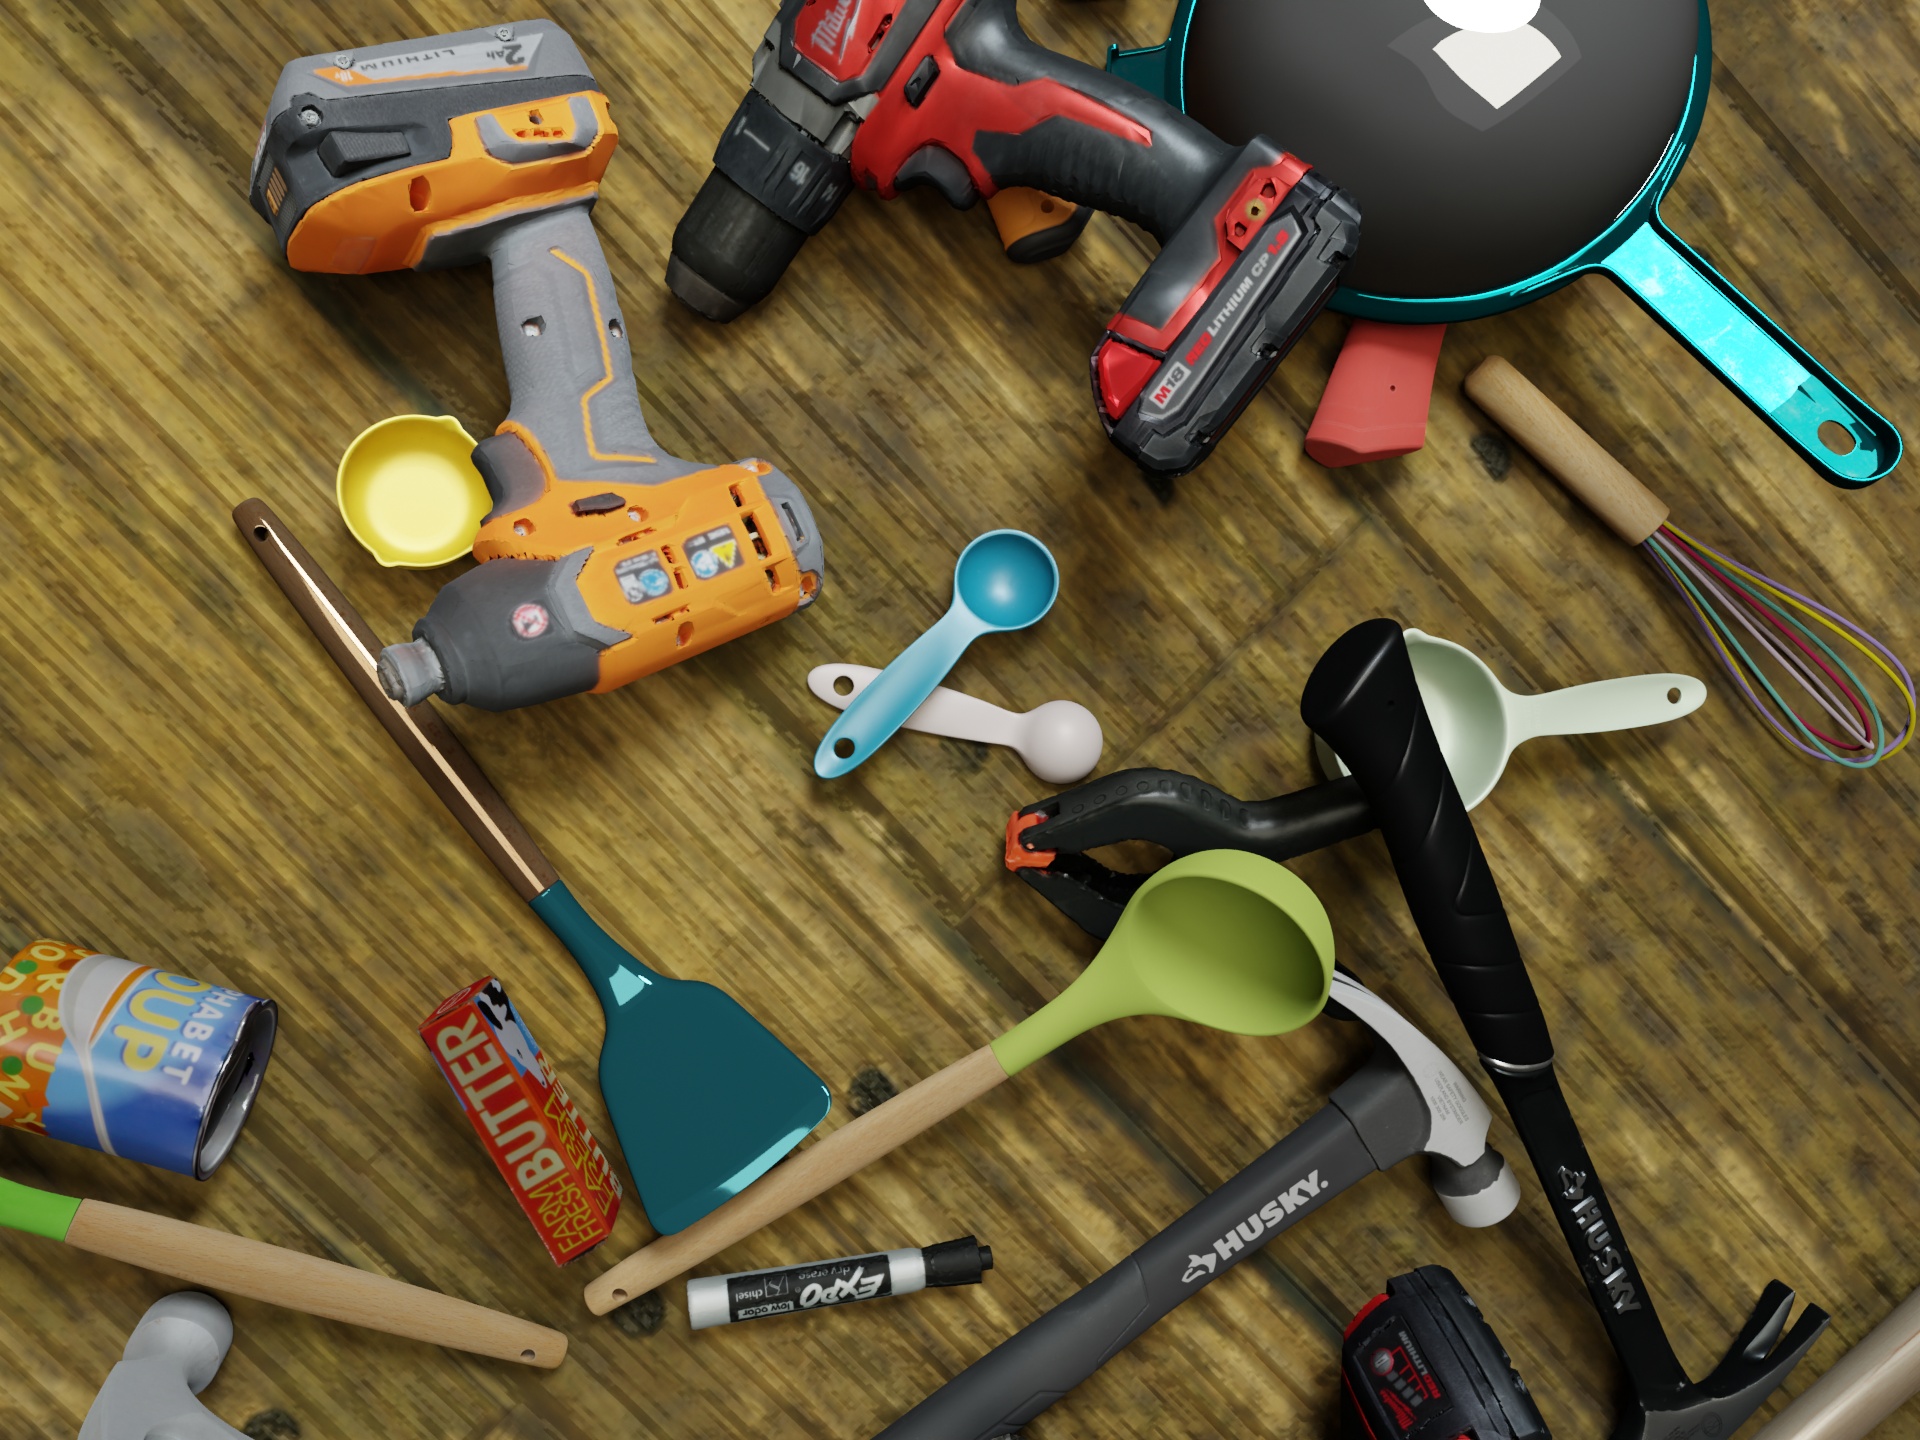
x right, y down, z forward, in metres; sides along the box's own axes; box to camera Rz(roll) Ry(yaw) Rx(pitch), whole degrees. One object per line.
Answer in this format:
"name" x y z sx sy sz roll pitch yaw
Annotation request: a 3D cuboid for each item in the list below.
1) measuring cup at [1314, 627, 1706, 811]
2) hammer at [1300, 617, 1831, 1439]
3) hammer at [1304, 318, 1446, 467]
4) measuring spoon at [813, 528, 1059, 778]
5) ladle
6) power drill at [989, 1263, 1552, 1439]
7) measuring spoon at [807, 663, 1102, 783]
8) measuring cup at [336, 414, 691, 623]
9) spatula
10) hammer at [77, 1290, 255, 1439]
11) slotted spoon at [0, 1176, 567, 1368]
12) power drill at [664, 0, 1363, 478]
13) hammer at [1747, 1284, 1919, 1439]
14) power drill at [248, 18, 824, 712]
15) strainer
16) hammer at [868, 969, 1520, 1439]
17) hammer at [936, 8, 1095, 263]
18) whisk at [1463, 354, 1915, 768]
"measuring cup" 0.227 -0.001 0.665 0.167 0.038 0.083 -7 91 -10
"hammer" 0.227 0.143 0.616 0.149 0.036 0.408 -31 109 -11
"hammer" 0.220 -0.275 0.665 0.149 0.037 0.359 25 86 -7
"measuring spoon" -0.011 -0.023 0.635 0.042 0.021 0.128 43 83 8
"ladle" -0.006 0.147 0.596 0.320 0.062 0.078 -31 106 4
"power drill" 0.102 0.293 0.601 0.219 0.079 0.143 -15 124 -7
"measuring spoon" -0.001 -0.002 0.639 0.124 0.018 0.034 14 88 -7
"measuring cup" -0.163 -0.065 0.617 0.156 0.029 0.062 25 80 -19
"spatula" -0.174 0.044 0.601 0.082 0.044 0.317 -38 94 -3
"hammer" -0.120 0.327 0.577 0.405 0.144 0.035 29 89 -14
"slotted spoon" -0.293 0.189 0.573 0.313 0.031 0.070 22 104 -17
"power drill" 0.013 -0.182 0.589 0.227 0.080 0.188 39 106 4
"hammer" 0.291 0.321 0.630 0.410 0.038 0.146 -31 136 -15
"power drill" -0.162 -0.117 0.564 0.164 0.084 0.226 -27 95 -32
"strainer" 0.222 -0.218 0.583 0.211 0.095 0.340 -42 78 4
"hammer" 0.059 0.229 0.628 0.335 0.035 0.146 -35 111 -4
"hammer" -0.027 -0.343 0.630 0.127 0.034 0.337 -20 93 -9
"whisk" 0.306 -0.064 0.676 0.245 0.047 0.051 42 72 -2
